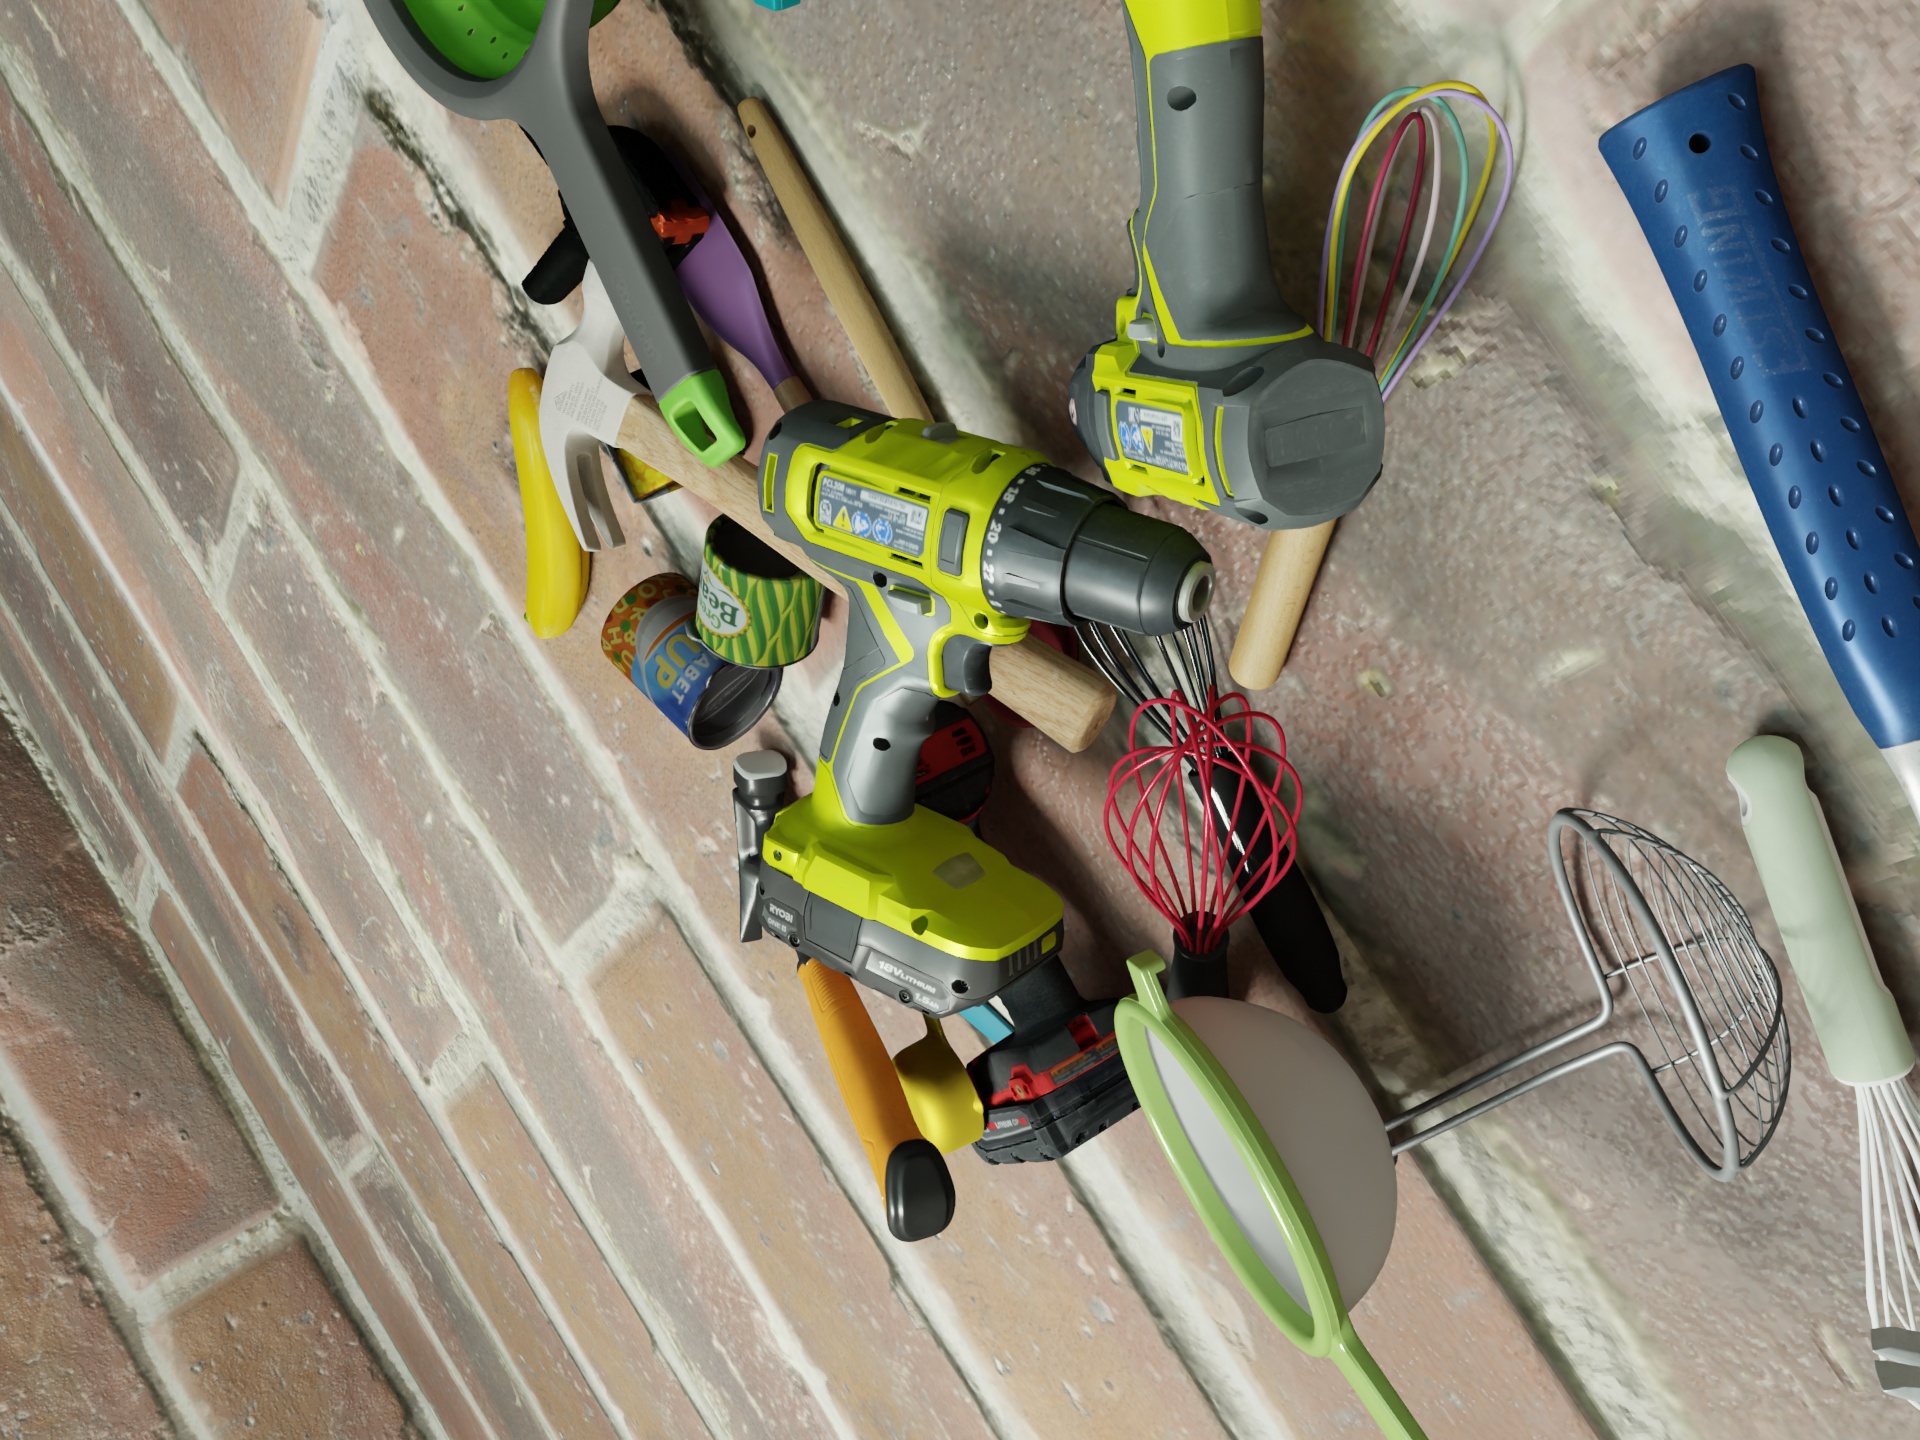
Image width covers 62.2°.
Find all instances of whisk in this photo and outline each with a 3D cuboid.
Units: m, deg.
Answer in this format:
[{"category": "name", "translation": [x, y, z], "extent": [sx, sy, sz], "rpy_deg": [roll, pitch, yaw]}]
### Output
[{"category": "whisk", "translation": [0.299, 0.119, 0.515], "extent": [0.059, 0.058, 0.246], "rpy_deg": [-21, 94, 17]}, {"category": "whisk", "translation": [0.130, -0.106, 0.563], "extent": [0.051, 0.047, 0.244], "rpy_deg": [37, 139, 26]}, {"category": "whisk", "translation": [0.107, 0.020, 0.663], "extent": [0.055, 0.055, 0.239], "rpy_deg": [-16, 105, 51]}, {"category": "whisk", "translation": [0.097, 0.078, 0.644], "extent": [0.073, 0.073, 0.295], "rpy_deg": [38, 159, 27]}]

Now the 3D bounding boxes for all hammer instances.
[{"category": "hammer", "translation": [-0.071, -0.084, 0.734], "extent": [0.331, 0.031, 0.130], "rpy_deg": [34, 115, 20]}, {"category": "hammer", "translation": [-0.069, 0.145, 0.821], "extent": [0.337, 0.034, 0.127], "rpy_deg": [-126, 32, -57]}, {"category": "hammer", "translation": [0.273, 0.015, 0.454], "extent": [0.144, 0.035, 0.405], "rpy_deg": [-22, 92, 26]}]

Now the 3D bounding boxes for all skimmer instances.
[{"category": "skimmer", "translation": [0.178, 0.154, 0.629], "extent": [0.363, 0.090, 0.127], "rpy_deg": [-53, 48, 51]}]

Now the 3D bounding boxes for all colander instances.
[{"category": "colander", "translation": [-0.162, -0.307, 0.715], "extent": [0.204, 0.094, 0.397], "rpy_deg": [-22, 94, 51]}]

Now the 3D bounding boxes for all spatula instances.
[{"category": "spatula", "translation": [-0.074, -0.143, 0.783], "extent": [0.316, 0.018, 0.059], "rpy_deg": [58, 144, 7]}]

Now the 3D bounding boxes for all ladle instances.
[{"category": "ladle", "translation": [-0.026, -0.143, 0.726], "extent": [0.069, 0.031, 0.315], "rpy_deg": [-28, 89, 42]}]

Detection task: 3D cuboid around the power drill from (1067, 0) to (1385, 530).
[{"category": "power drill", "translation": [0.065, -0.184, 0.526], "extent": [0.171, 0.080, 0.223], "rpy_deg": [-140, 37, -66]}]

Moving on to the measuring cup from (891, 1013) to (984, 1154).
[{"category": "measuring cup", "translation": [-0.029, 0.141, 0.774], "extent": [0.062, 0.029, 0.156], "rpy_deg": [11, 122, 62]}]

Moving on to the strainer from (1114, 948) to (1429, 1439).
[{"category": "strainer", "translation": [0.150, 0.198, 0.589], "extent": [0.257, 0.069, 0.151], "rpy_deg": [55, 167, 33]}]

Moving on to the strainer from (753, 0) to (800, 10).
[{"category": "strainer", "translation": [-0.018, -0.396, 0.479], "extent": [0.211, 0.095, 0.340], "rpy_deg": [65, 152, 1]}]

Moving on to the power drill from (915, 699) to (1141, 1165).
[{"category": "power drill", "translation": [0.006, 0.105, 0.796], "extent": [0.220, 0.078, 0.143], "rpy_deg": [62, 155, 6]}]

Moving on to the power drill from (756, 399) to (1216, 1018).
[{"category": "power drill", "translation": [-0.001, -0.002, 0.644], "extent": [0.191, 0.080, 0.228], "rpy_deg": [22, 117, 30]}]

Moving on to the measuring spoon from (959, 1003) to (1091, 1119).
[{"category": "measuring spoon", "translation": [0.019, 0.179, 0.875], "extent": [0.129, 0.021, 0.042], "rpy_deg": [38, 136, 25]}]
